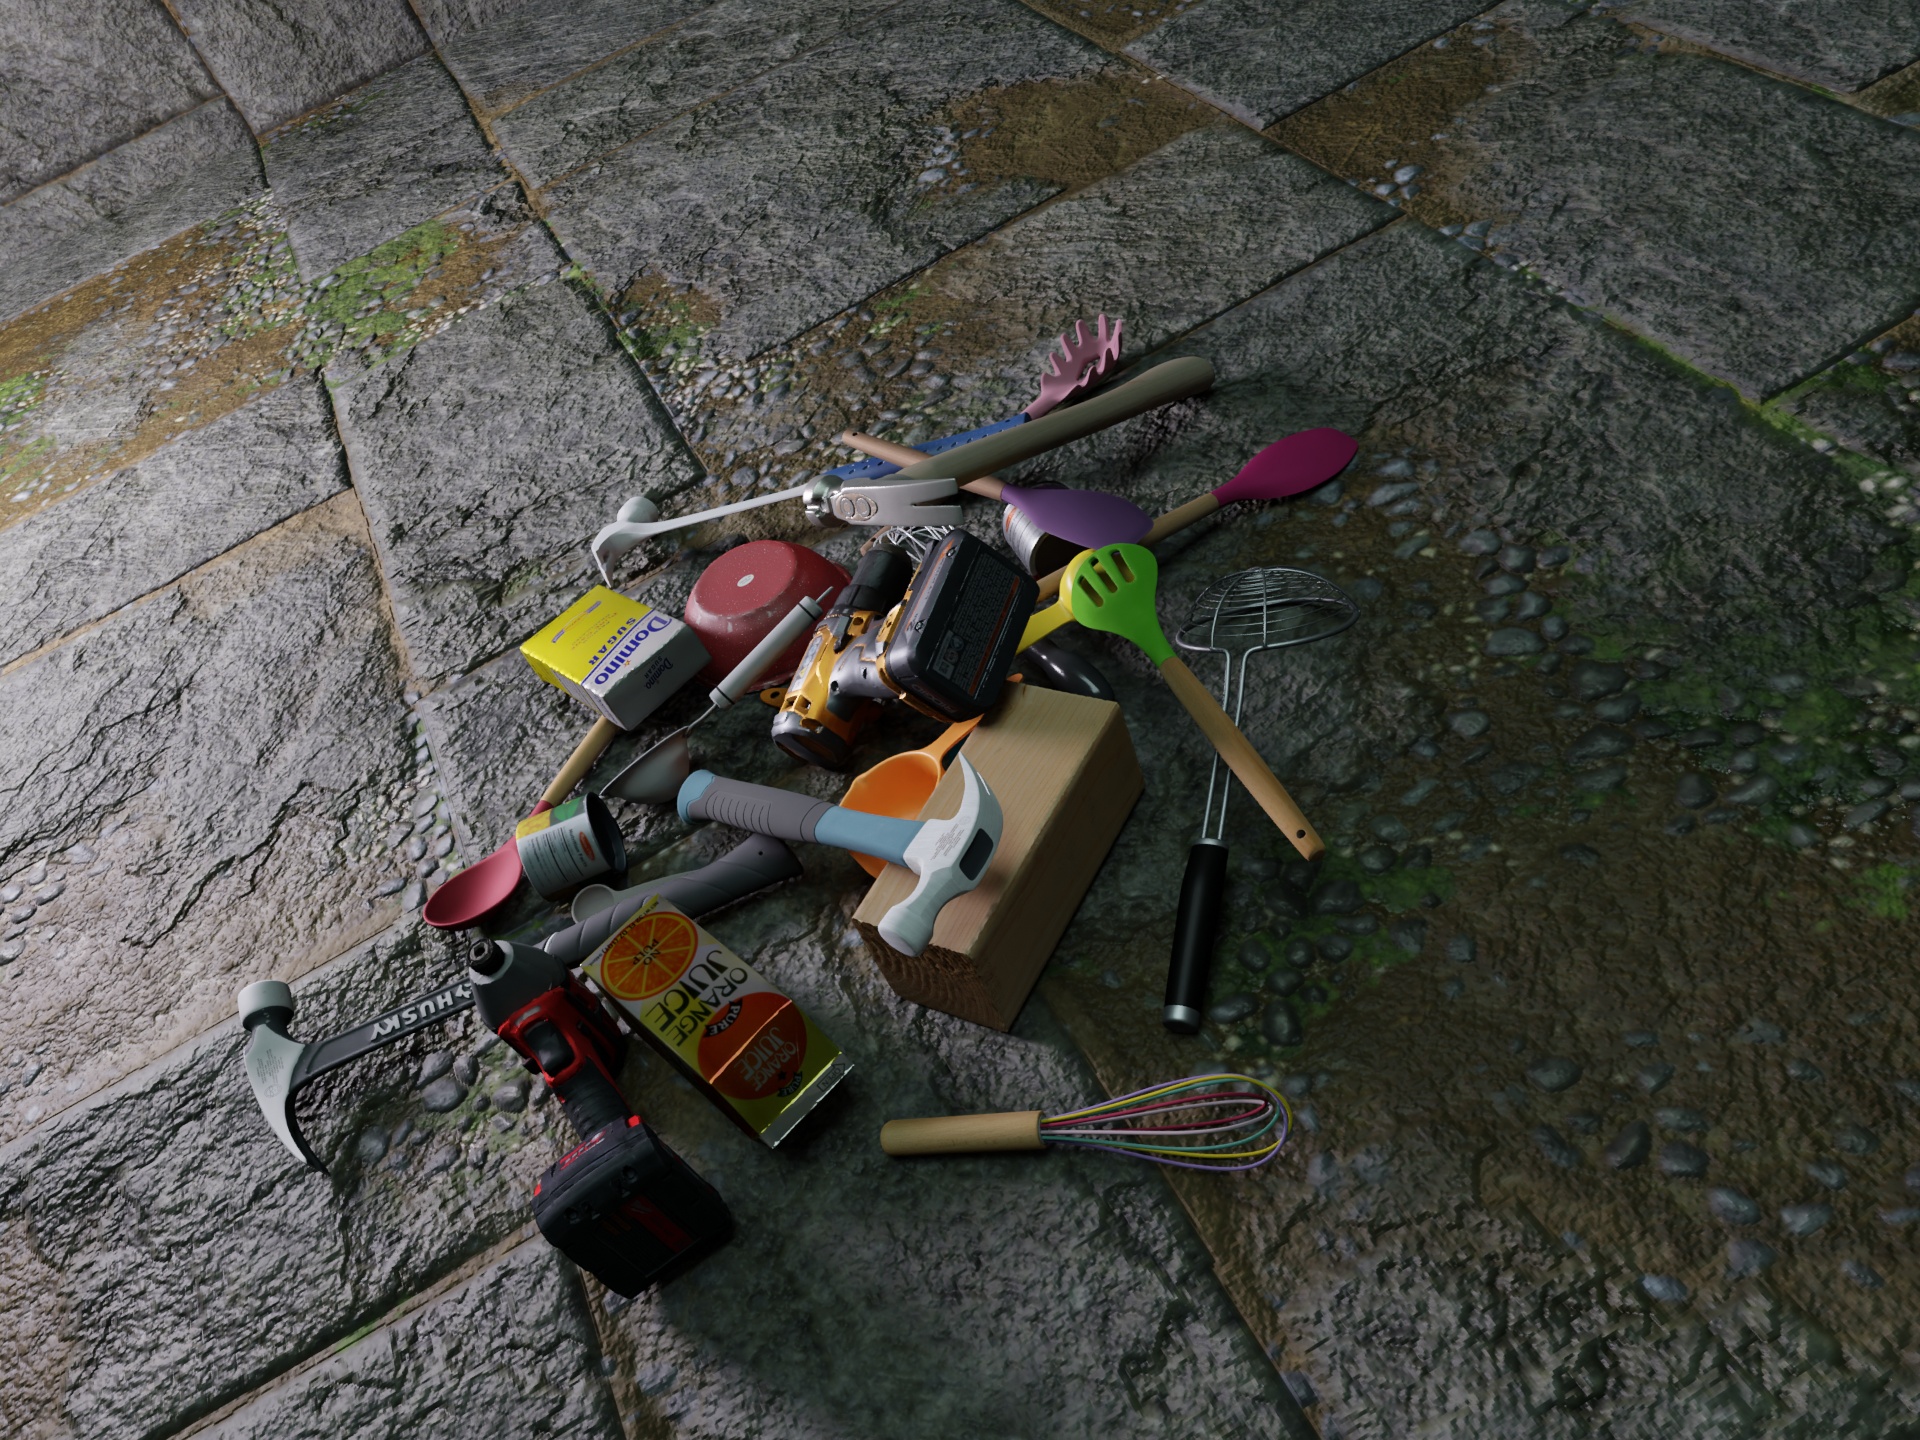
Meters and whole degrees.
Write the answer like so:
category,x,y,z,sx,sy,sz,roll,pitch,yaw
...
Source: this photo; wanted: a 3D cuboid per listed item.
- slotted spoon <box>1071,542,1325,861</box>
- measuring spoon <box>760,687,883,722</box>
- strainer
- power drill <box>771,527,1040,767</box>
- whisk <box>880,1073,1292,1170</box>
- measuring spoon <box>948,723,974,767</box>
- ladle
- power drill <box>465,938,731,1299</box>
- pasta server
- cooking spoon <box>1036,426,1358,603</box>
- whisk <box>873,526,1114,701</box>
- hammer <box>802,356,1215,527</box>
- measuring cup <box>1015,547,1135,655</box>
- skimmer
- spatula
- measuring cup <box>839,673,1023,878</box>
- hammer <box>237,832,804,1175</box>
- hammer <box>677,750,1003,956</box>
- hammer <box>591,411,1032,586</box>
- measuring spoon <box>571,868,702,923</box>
category,x,y,z,sx,sy,sz,roll,pitch,yaw
slotted spoon,0.150,-0.022,1.035,0.070,0.031,0.314,-40,47,10
measuring spoon,-0.111,-0.015,1.244,0.117,0.011,0.021,9,53,30
strainer,-0.187,-0.009,1.218,0.050,0.087,0.258,44,89,1
power drill,-0.040,-0.067,1.142,0.226,0.084,0.185,-18,45,56
whisk,0.067,0.229,0.910,0.245,0.047,0.051,-9,47,20
measuring spoon,-0.002,-0.004,1.178,0.042,0.021,0.129,-14,43,11
ladle,-0.315,0.048,1.263,0.069,0.031,0.315,7,50,31
power drill,-0.233,0.228,0.971,0.078,0.143,0.220,-35,47,-7
pasta server,0.029,-0.247,1.389,0.316,0.040,0.060,-42,44,-16
cooking spoon,0.175,-0.158,1.227,0.319,0.017,0.069,-29,43,-17
whisk,0.025,-0.084,1.226,0.070,0.070,0.285,-37,50,-13
hammer,0.075,-0.222,1.228,0.146,0.038,0.410,8,27,44
measuring cup,0.063,-0.076,1.151,0.156,0.029,0.062,-30,76,-19
skimmer,0.184,0.042,1.049,0.127,0.090,0.364,-2,58,29
spatula,0.019,-0.187,1.250,0.316,0.018,0.060,25,56,37
measuring cup,-0.008,0.041,1.101,0.173,0.052,0.095,-43,31,-13
hammer,-0.302,0.176,1.113,0.409,0.036,0.149,-24,59,-3
hammer,-0.094,0.068,1.040,0.331,0.033,0.128,7,53,51
hammer,-0.133,-0.196,1.372,0.405,0.035,0.144,-12,26,16
measuring spoon,-0.221,0.128,1.156,0.124,0.018,0.034,-13,62,3
